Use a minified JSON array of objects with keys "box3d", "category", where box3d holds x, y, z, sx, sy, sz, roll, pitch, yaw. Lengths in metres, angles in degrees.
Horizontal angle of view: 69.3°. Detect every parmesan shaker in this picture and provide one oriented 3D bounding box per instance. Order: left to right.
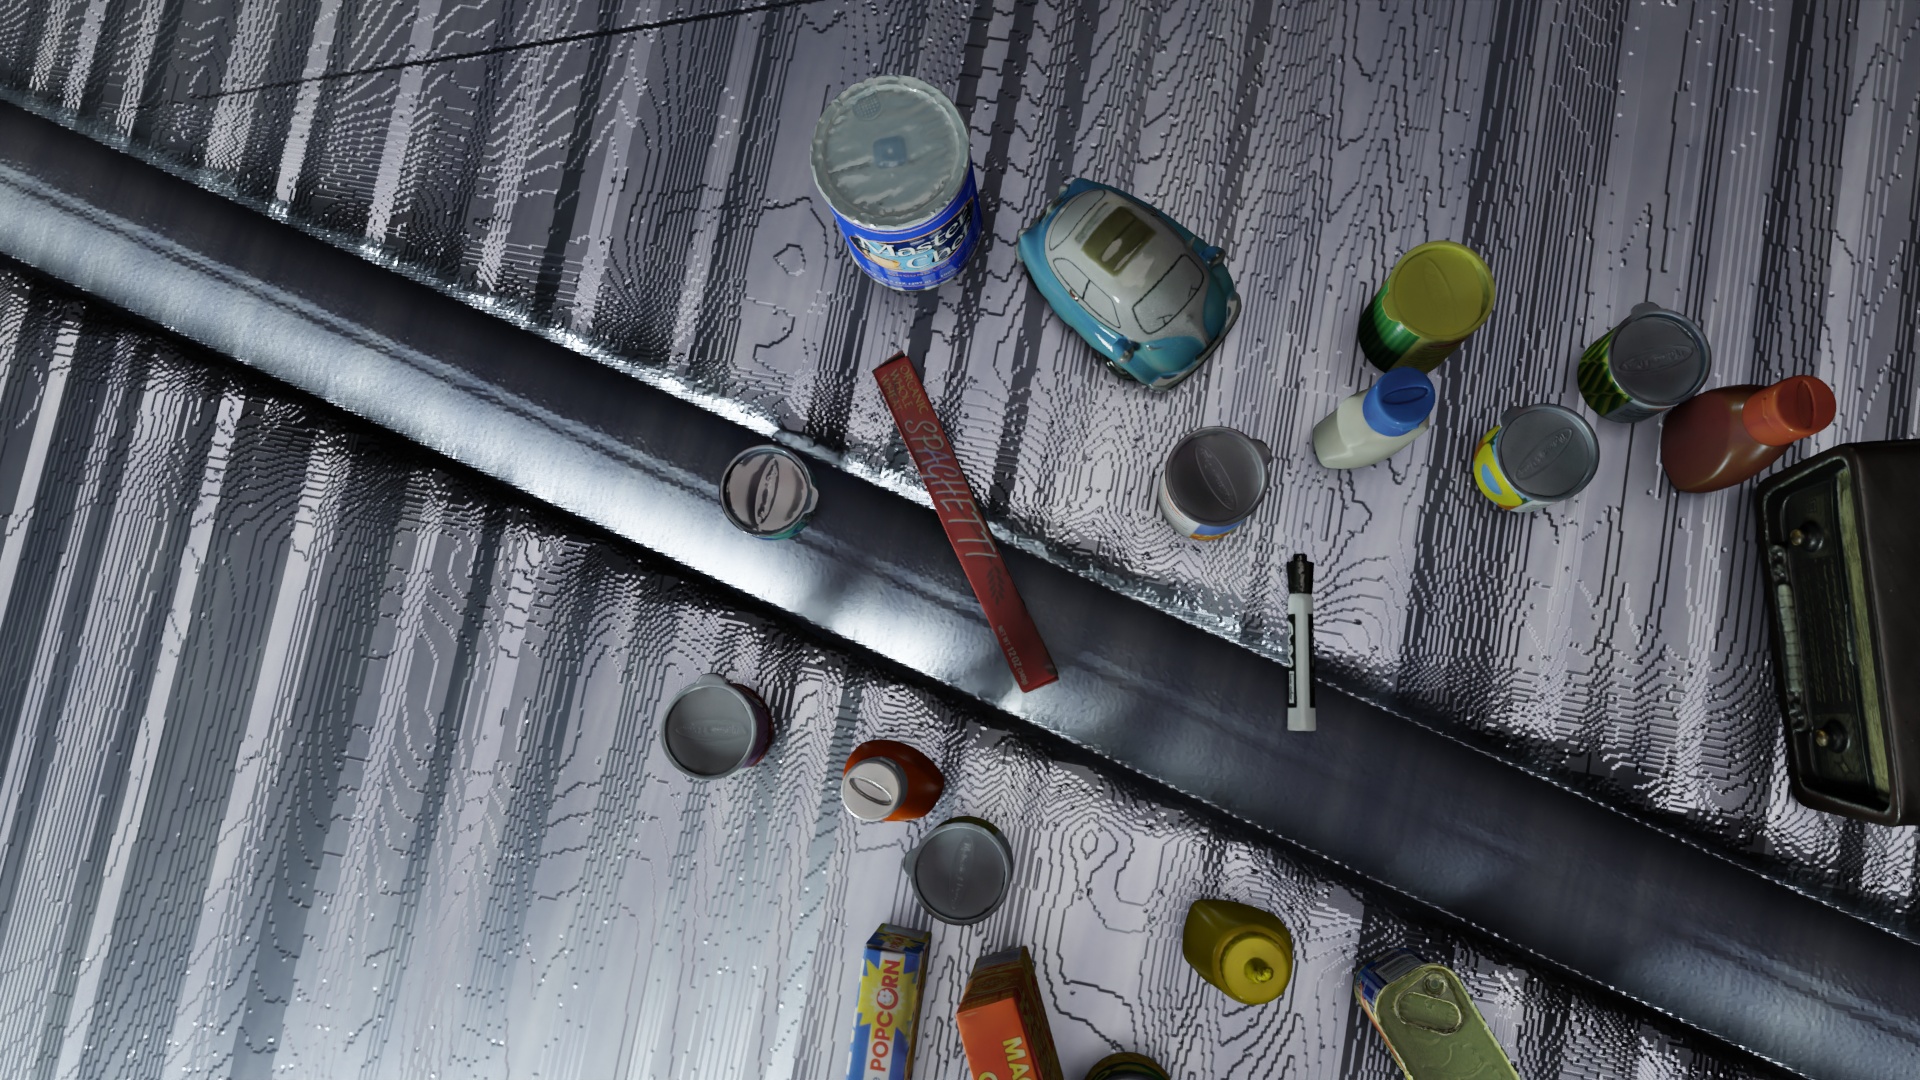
[{"box3d":[0.306,-0.152,0.929,0.071,0.103,0.071,-1,83,4],"category":"parmesan shaker"}]

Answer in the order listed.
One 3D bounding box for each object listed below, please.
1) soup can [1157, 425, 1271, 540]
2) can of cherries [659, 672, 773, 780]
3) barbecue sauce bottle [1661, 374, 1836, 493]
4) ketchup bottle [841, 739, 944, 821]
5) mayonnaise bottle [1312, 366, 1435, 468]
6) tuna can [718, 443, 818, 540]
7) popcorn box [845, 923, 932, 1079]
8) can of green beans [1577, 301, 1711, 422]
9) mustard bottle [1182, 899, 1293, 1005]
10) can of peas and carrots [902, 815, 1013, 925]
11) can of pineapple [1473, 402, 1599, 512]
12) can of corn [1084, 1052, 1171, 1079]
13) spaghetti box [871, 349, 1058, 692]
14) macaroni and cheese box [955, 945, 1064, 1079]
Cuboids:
[{"box3d":[0.170,-0.038,0.934,0.071,0.083,0.071,-1,83,4],"category":"soup can"},{"box3d":[-0.165,0.127,0.951,0.071,0.058,0.071,-1,83,4],"category":"can of cherries"},{"box3d":[0.497,-0.071,0.882,0.044,0.148,0.065,-1,83,4],"category":"barbecue sauce bottle"},{"box3d":[-0.047,0.155,0.893,0.065,0.148,0.043,28,86,7],"category":"ketchup bottle"},{"box3d":[0.271,-0.079,0.900,0.065,0.148,0.041,-13,83,3],"category":"mayonnaise bottle"},{"box3d":[-0.132,-0.033,0.982,0.071,0.033,0.071,0,83,4],"category":"tuna can"},{"box3d":[-0.048,0.322,0.904,0.038,0.085,0.127,7,84,5],"category":"popcorn box"},{"box3d":[0.459,-0.117,0.936,0.071,0.058,0.071,-1,83,4],"category":"can of green beans"},{"box3d":[0.174,0.256,0.858,0.065,0.160,0.049,10,84,5],"category":"mustard bottle"},{"box3d":[0.000,0.218,0.927,0.071,0.058,0.071,-1,83,4],"category":"can of peas and carrots"},{"box3d":[0.385,-0.056,0.934,0.071,0.058,0.071,-1,83,4],"category":"can of pineapple"},{"box3d":[0.107,0.371,0.899,0.071,0.058,0.071,-1,83,4],"category":"can of corn"},{"box3d":[0.003,-0.012,0.960,0.029,0.050,0.250,-25,82,1],"category":"spaghetti box"},{"box3d":[0.038,0.328,0.856,0.040,0.166,0.124,-16,82,2],"category":"macaroni and cheese box"}]
